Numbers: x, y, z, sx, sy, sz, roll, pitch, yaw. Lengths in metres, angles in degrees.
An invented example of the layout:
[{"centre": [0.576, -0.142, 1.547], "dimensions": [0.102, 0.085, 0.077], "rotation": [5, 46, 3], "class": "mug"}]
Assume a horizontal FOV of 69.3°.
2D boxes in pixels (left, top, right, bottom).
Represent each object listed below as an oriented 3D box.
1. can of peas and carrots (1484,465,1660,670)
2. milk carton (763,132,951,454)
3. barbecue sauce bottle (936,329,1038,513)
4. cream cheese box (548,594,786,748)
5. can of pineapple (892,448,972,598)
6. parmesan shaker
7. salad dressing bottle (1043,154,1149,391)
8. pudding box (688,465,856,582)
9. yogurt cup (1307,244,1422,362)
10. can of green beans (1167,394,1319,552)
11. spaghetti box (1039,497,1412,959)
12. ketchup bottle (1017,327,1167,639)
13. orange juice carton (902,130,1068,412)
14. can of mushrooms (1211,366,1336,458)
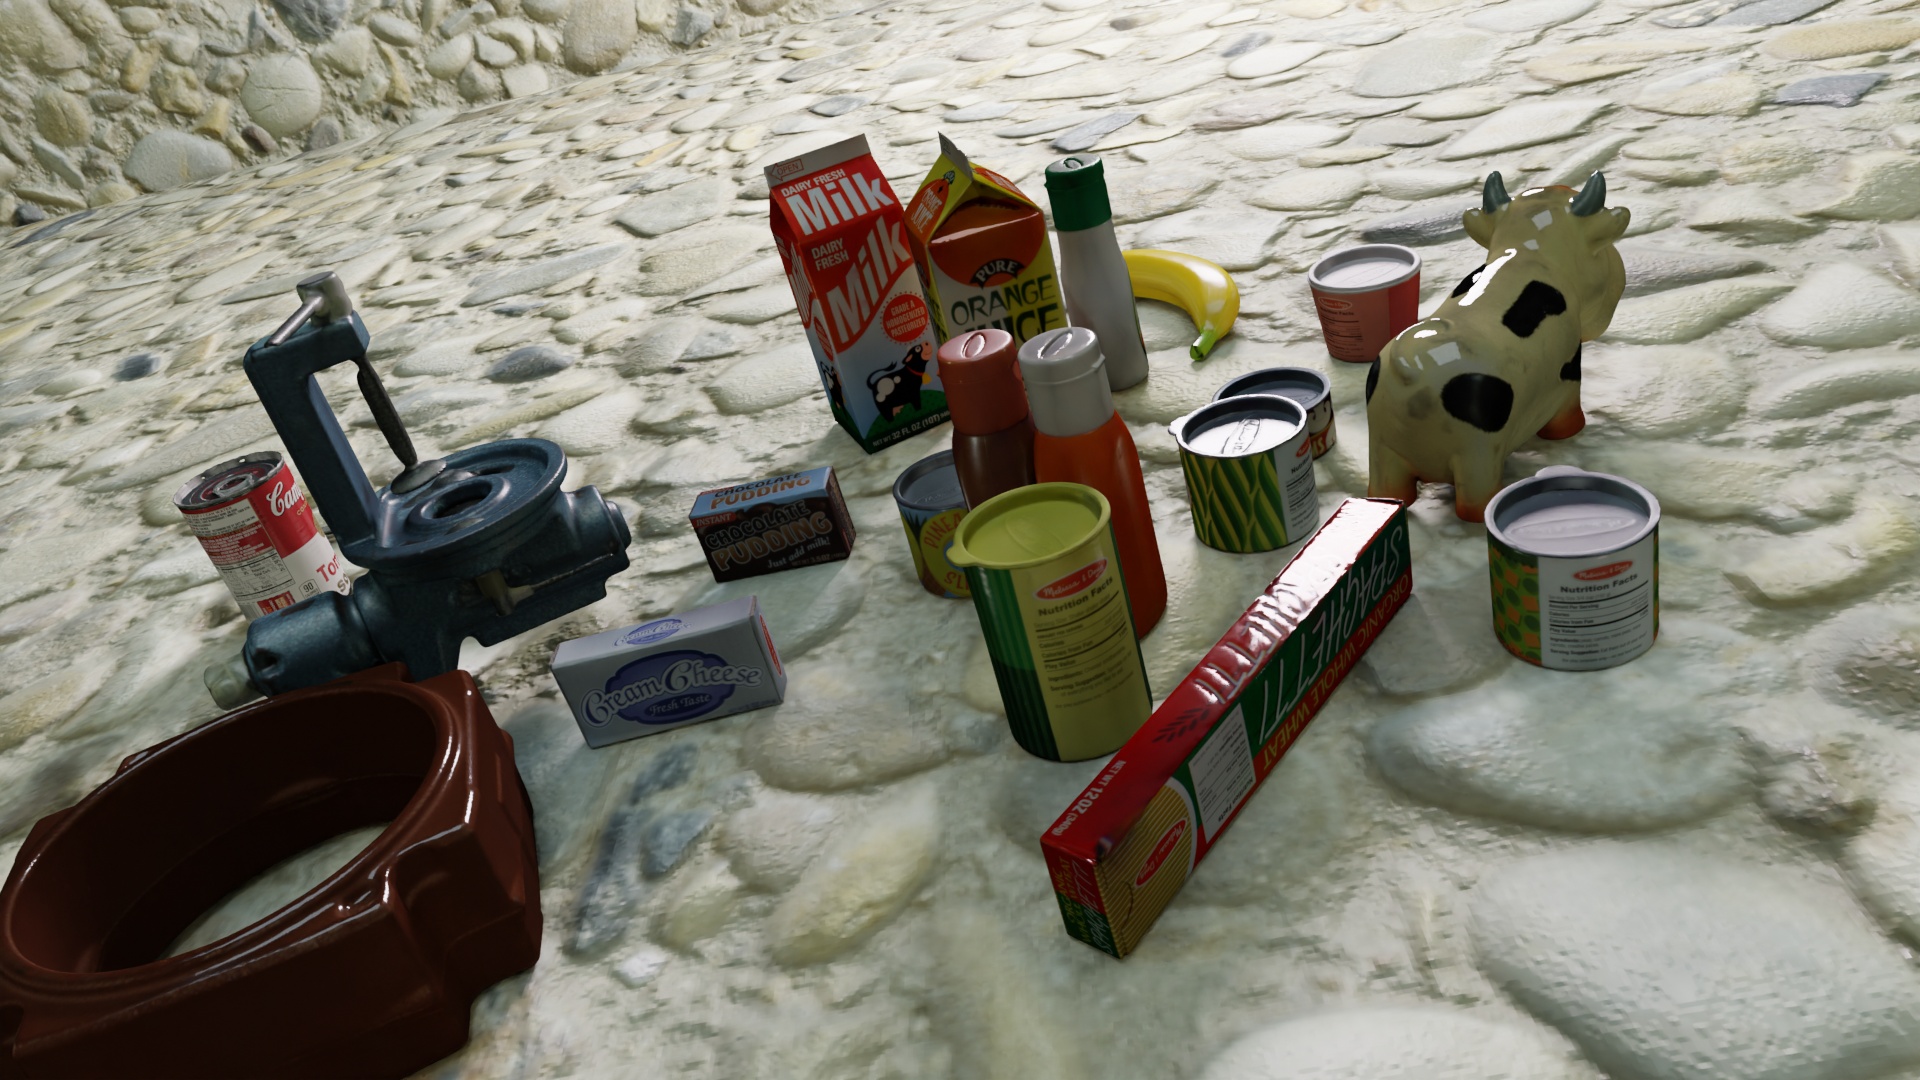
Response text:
[{"centre": [0.255, 0.011, 0.581], "dimensions": [0.071, 0.058, 0.071], "rotation": [-12, 29, 7], "class": "can of peas and carrots"}, {"centre": [-0.067, -0.162, 0.902], "dimensions": [0.072, 0.189, 0.073], "rotation": [-24, 30, -14], "class": "milk carton"}, {"centre": [0.023, -0.027, 0.668], "dimensions": [0.043, 0.148, 0.065], "rotation": [-7, 30, 15], "class": "barbecue sauce bottle"}, {"centre": [-0.143, 0.065, 0.685], "dimensions": [0.104, 0.053, 0.024], "rotation": [-14, 29, 4], "class": "cream cheese box"}, {"centre": [0.003, -0.009, 0.740], "dimensions": [0.071, 0.057, 0.071], "rotation": [-12, 29, 7], "class": "can of pineapple"}, {"centre": [0.039, 0.036, 0.596], "dimensions": [0.071, 0.102, 0.071], "rotation": [-12, 29, 7], "class": "parmesan shaker"}, {"centre": [0.086, -0.169, 0.885], "dimensions": [0.044, 0.147, 0.064], "rotation": [-17, 29, -2], "class": "salad dressing bottle"}, {"centre": [-0.108, -0.010, 0.803], "dimensions": [0.084, 0.049, 0.030], "rotation": [-11, 29, 9], "class": "pudding box"}, {"centre": [0.252, -0.146, 0.860], "dimensions": [0.072, 0.053, 0.073], "rotation": [-12, 29, 7], "class": "yogurt cup"}, {"centre": [0.148, -0.035, 0.713], "dimensions": [0.071, 0.057, 0.071], "rotation": [-12, 29, 7], "class": "can of green beans"}, {"centre": [0.119, 0.064, 0.564], "dimensions": [0.028, 0.050, 0.251], "rotation": [11, 39, 40], "class": "spaghetti box"}, {"centre": [0.061, -0.024, 0.644], "dimensions": [0.043, 0.148, 0.065], "rotation": [3, 34, 30], "class": "ketchup bottle"}, {"centre": [0.018, -0.145, 0.830], "dimensions": [0.073, 0.191, 0.072], "rotation": [-18, 29, -4], "class": "orange juice carton"}, {"centre": [0.177, -0.068, 0.782], "dimensions": [0.071, 0.033, 0.071], "rotation": [-12, 29, 7], "class": "can of mushrooms"}]
